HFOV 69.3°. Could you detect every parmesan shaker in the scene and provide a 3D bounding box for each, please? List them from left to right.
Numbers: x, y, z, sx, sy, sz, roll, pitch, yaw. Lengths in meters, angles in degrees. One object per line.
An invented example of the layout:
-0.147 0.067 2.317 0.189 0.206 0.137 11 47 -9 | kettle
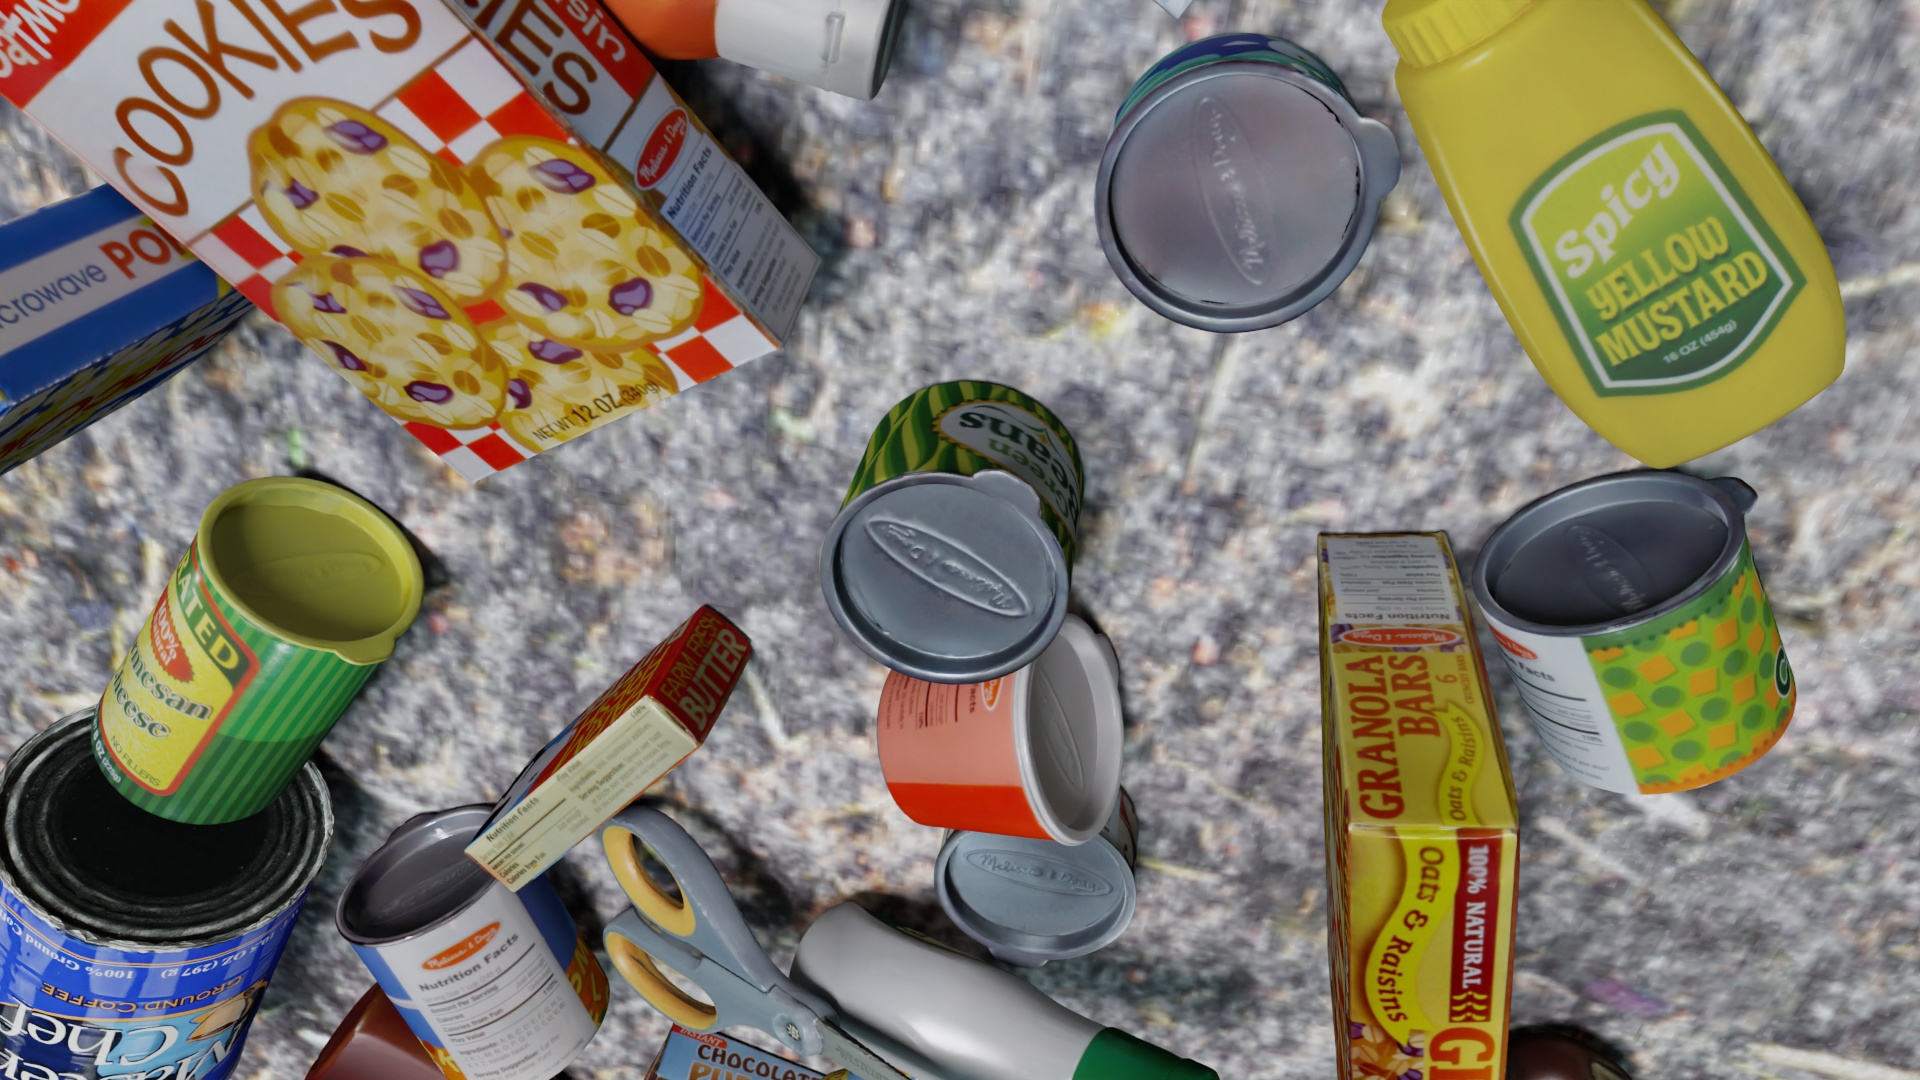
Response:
-0.224 0.039 0.442 0.071 0.072 0.102 38 120 -14 | parmesan shaker

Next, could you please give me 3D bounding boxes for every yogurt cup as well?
0.011 0.057 0.417 0.054 0.073 0.072 -8 120 29 | yogurt cup

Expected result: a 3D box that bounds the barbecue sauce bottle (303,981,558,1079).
-0.192 0.241 0.577 0.148 0.044 0.064 37 120 -14 | barbecue sauce bottle

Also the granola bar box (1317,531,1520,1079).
0.124 0.099 0.388 0.039 0.125 0.164 -2 121 13 | granola bar box

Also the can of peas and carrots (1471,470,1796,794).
0.180 0.023 0.367 0.071 0.071 0.058 -22 116 21 | can of peas and carrots

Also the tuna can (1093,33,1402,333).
0.069 -0.088 0.337 0.071 0.033 0.070 4 122 7 | tuna can

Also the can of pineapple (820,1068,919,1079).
-0.020 0.226 0.526 0.057 0.071 0.071 -25 114 23 | can of pineapple

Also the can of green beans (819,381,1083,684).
0.000 -0.003 0.385 0.071 0.058 0.071 4 122 7 | can of green beans

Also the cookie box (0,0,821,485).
-0.135 -0.093 0.328 0.122 0.040 0.167 -17 131 34 | cookie box

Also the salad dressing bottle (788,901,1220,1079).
0.012 0.166 0.461 0.148 0.044 0.064 13 148 32 | salad dressing bottle

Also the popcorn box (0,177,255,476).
-0.232 -0.052 0.355 0.085 0.127 0.038 -30 109 24 | popcorn box

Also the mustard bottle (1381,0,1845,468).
0.138 -0.090 0.315 0.065 0.049 0.160 -35 110 24 | mustard bottle

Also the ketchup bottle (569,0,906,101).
-0.087 -0.142 0.324 0.149 0.044 0.064 17 129 -1 | ketchup bottle

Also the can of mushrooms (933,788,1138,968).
0.025 0.107 0.463 0.071 0.034 0.070 4 122 7 | can of mushrooms

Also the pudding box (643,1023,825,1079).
-0.088 0.233 0.562 0.084 0.030 0.049 24 121 -5 | pudding box

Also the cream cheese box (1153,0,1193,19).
0.026 -0.169 0.300 0.104 0.024 0.053 36 119 -13 | cream cheese box

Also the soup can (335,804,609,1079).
-0.175 0.148 0.506 0.071 0.072 0.083 -10 120 15 | soup can

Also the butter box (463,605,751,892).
-0.114 0.068 0.452 0.024 0.053 0.103 44 118 -14 | butter box
